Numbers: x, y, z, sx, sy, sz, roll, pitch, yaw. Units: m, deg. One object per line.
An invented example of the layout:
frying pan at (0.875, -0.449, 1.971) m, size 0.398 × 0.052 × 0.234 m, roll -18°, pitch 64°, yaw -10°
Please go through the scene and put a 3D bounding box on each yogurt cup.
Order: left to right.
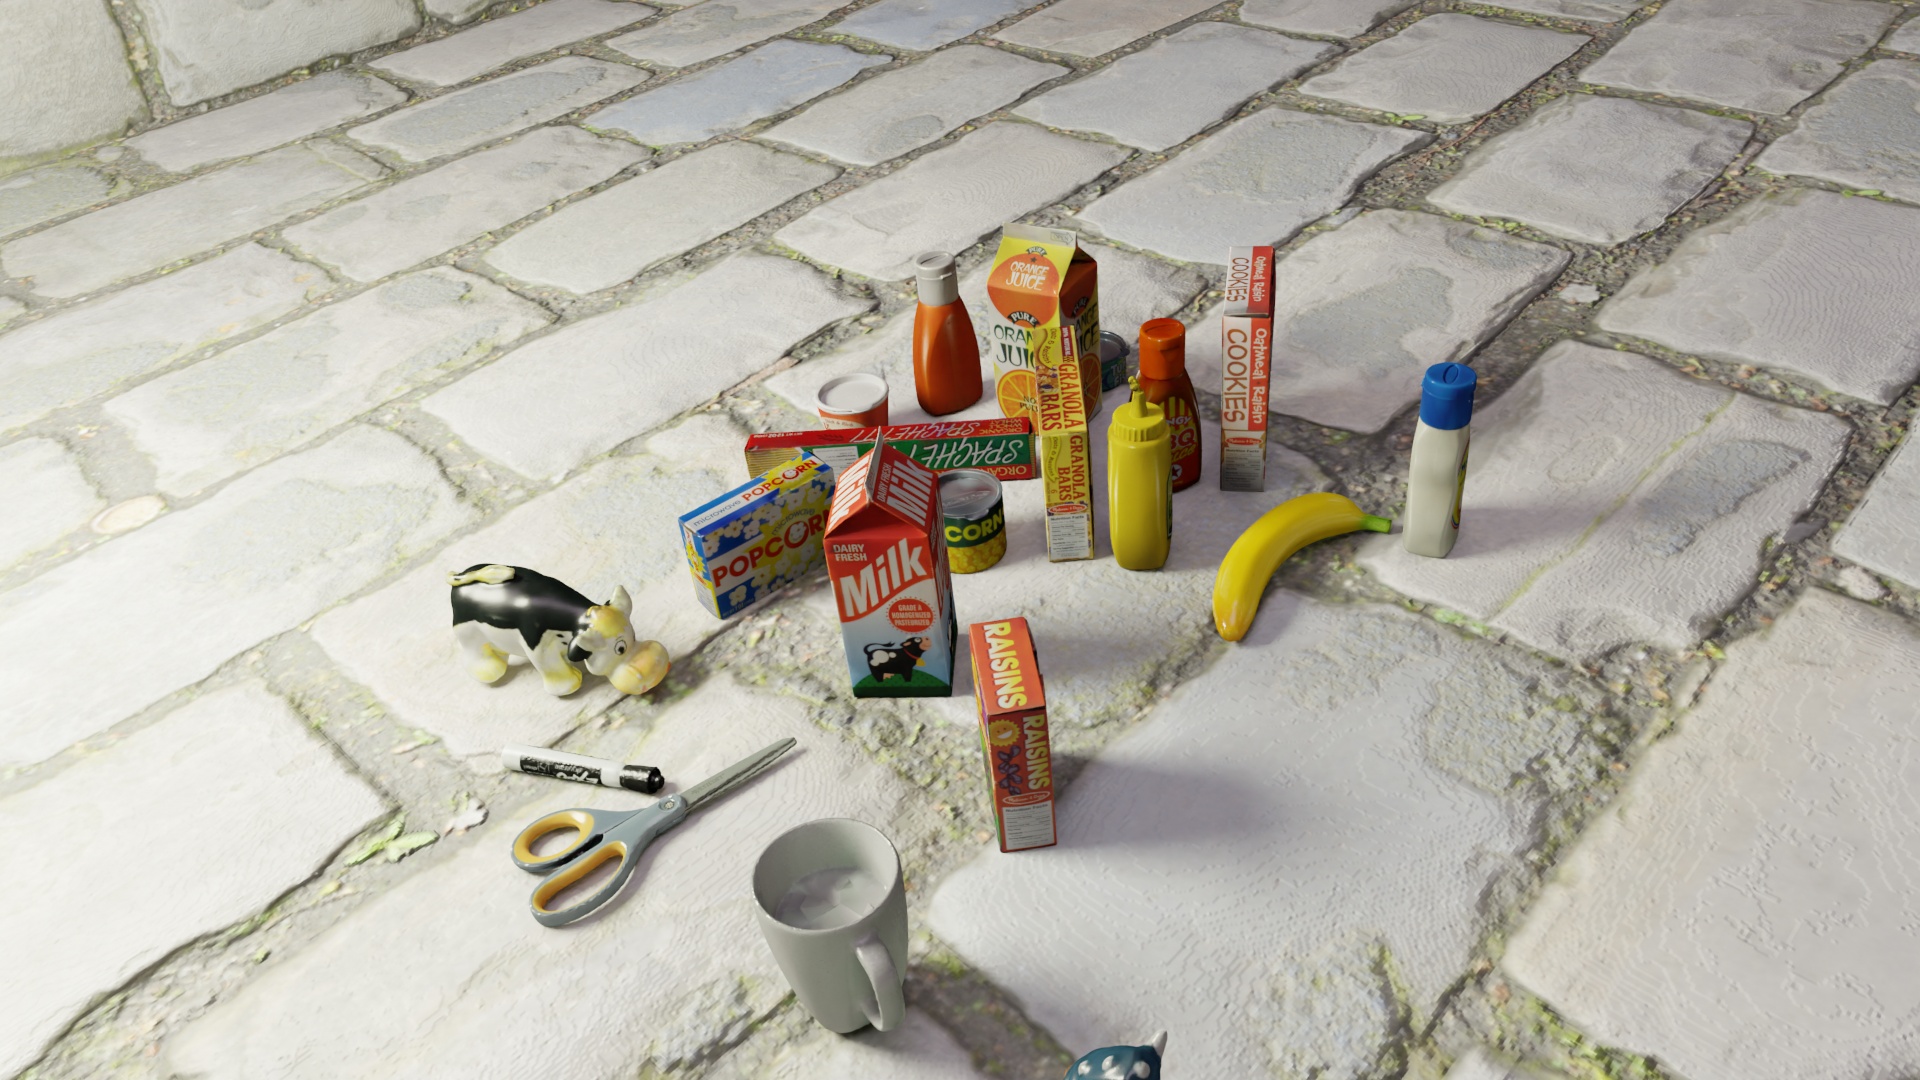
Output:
yogurt cup at (-0.096, -0.113, 1.260) m, size 0.072 × 0.053 × 0.073 m, roll -4°, pitch 37°, yaw 3°

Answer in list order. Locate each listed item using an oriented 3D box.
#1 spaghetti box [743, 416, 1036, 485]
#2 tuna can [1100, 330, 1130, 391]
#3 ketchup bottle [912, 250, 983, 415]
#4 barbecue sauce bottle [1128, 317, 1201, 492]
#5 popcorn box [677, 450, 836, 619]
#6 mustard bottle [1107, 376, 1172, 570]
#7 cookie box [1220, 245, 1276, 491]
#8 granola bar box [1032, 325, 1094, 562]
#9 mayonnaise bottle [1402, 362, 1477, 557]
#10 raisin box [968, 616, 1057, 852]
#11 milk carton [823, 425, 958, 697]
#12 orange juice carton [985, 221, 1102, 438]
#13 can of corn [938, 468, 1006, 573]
spaghetti box at (-0.059, -0.073, 1.203) m, size 0.250 × 0.050 × 0.029 m, roll -3°, pitch 37°, yaw 4°
tuna can at (0.127, -0.170, 1.318) m, size 0.071 × 0.032 × 0.071 m, roll -4°, pitch 37°, yaw 3°
ketchup bottle at (-0.015, -0.190, 1.270) m, size 0.065 × 0.148 × 0.043 m, roll -26°, pitch 41°, yaw -24°
barbecue sauce bottle at (0.165, -0.109, 1.136) m, size 0.065 × 0.147 × 0.044 m, roll -14°, pitch 37°, yaw -9°
popcorn box at (-0.155, -0.005, 1.098) m, size 0.127 × 0.084 × 0.038 m, roll -30°, pitch 43°, yaw -28°
mustard bottle at (0.137, -0.053, 1.057) m, size 0.049 × 0.159 × 0.066 m, roll 0°, pitch 37°, yaw 9°
cookie box at (0.239, -0.144, 1.155) m, size 0.040 × 0.166 × 0.123 m, roll 2°, pitch 38°, yaw 12°
granola bar box at (0.084, -0.081, 1.132) m, size 0.039 × 0.123 × 0.166 m, roll -4°, pitch 37°, yaw 3°
mayonnaise bottle at (0.361, -0.061, 1.044) m, size 0.041 × 0.147 × 0.065 m, roll 12°, pitch 41°, yaw 23°
raisin box at (0.033, 0.122, 0.871) m, size 0.040 × 0.122 × 0.086 m, roll -8°, pitch 37°, yaw -2°
milk carton at (-0.048, 0.018, 0.965) m, size 0.073 × 0.189 × 0.073 m, roll -2°, pitch 37°, yaw 7°
orange juice carton at (0.074, -0.186, 1.216) m, size 0.072 × 0.191 × 0.073 m, roll 16°, pitch 42°, yaw 28°
can of corn at (0.004, -0.014, 1.109) m, size 0.071 × 0.058 × 0.071 m, roll -4°, pitch 37°, yaw 3°
